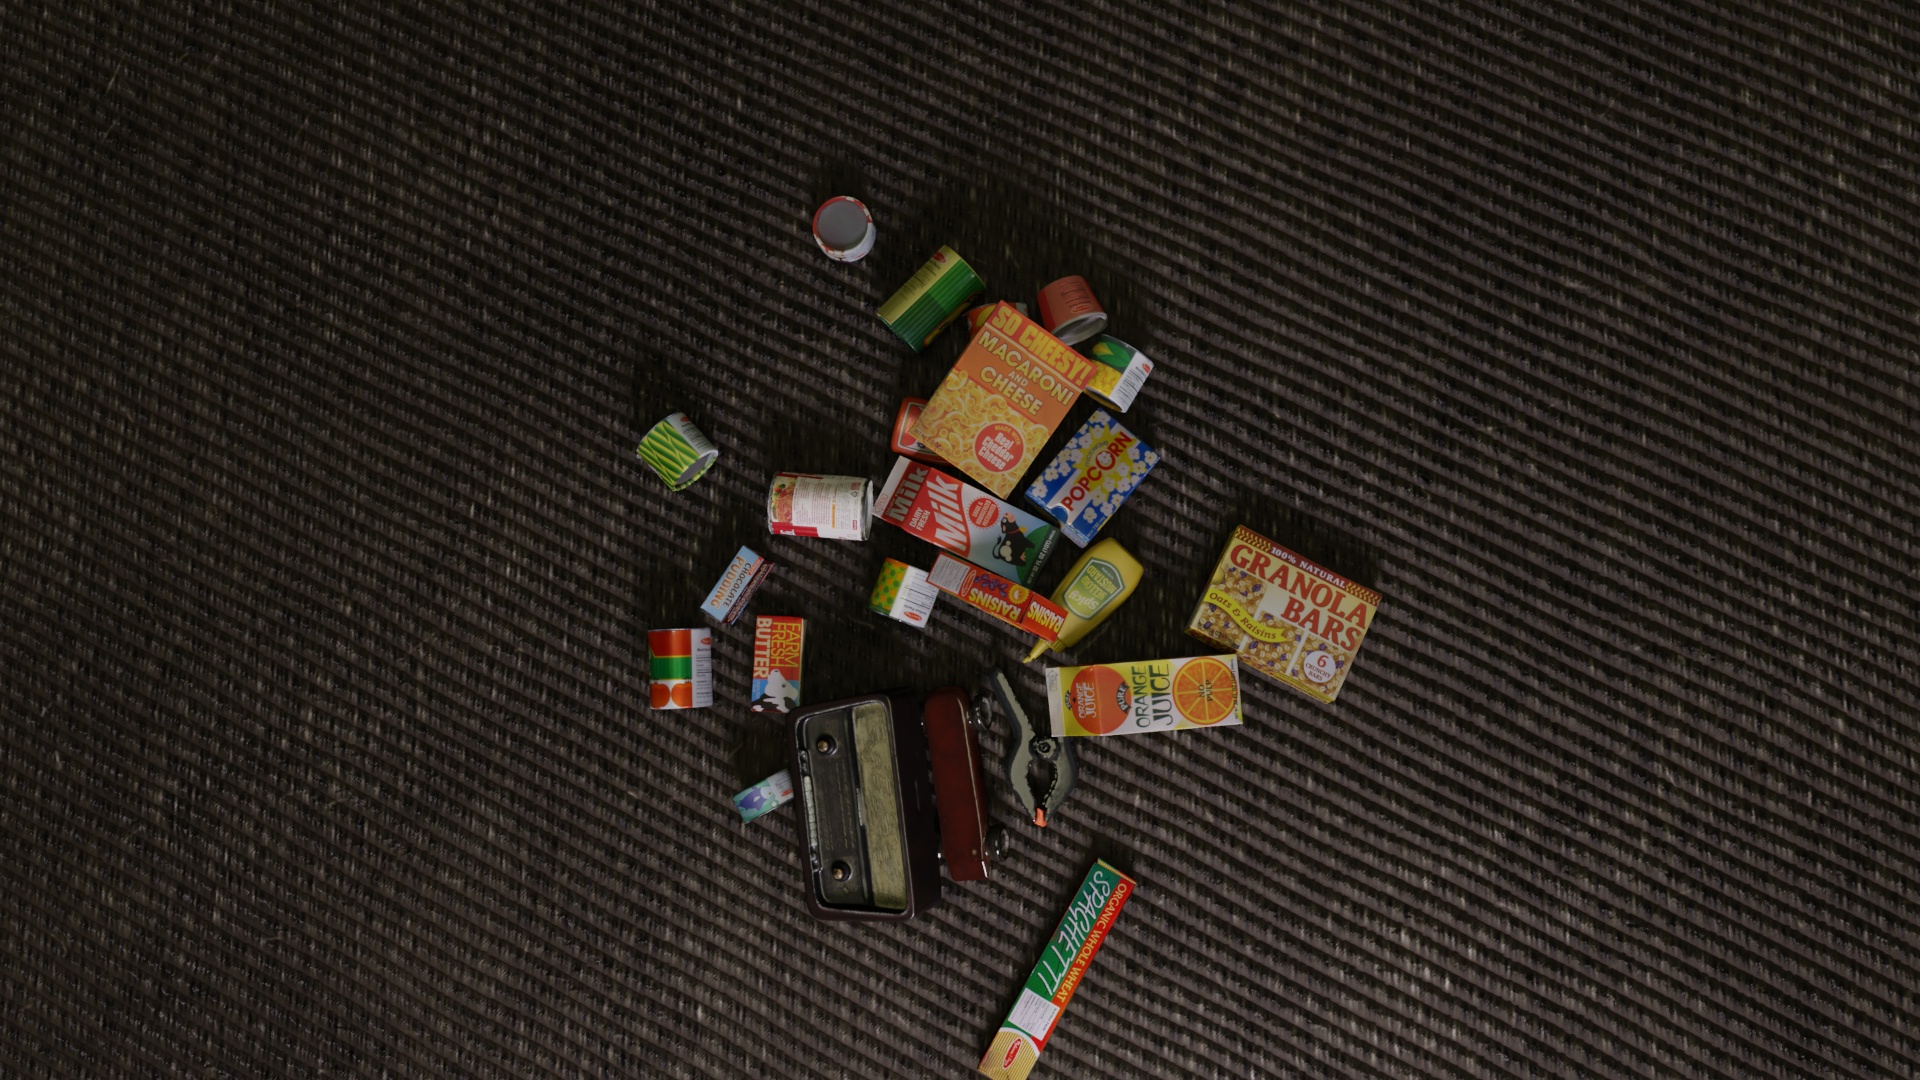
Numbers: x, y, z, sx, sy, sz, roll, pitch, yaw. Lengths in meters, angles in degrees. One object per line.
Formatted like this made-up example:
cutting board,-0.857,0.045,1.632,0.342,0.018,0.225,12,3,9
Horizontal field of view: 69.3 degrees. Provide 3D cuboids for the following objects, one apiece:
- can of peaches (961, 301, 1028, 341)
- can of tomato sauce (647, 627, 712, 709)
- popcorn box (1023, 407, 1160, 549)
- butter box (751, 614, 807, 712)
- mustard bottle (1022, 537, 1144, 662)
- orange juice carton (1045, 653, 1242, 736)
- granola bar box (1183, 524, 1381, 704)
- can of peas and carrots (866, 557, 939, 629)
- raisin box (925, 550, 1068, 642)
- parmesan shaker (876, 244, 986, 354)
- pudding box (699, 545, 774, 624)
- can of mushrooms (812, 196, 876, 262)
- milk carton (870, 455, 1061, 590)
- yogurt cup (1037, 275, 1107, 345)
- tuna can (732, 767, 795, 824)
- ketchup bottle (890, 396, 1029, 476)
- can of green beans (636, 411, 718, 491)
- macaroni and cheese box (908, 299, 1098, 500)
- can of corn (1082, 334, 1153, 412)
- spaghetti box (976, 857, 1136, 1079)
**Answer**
can of peaches,0.040,-0.218,1.479,0.071,0.071,0.058,-9,86,3
can of tomato sauce,-0.299,0.135,1.473,0.071,0.071,0.083,-3,86,4
popcorn box,0.138,-0.066,1.463,0.085,0.038,0.127,40,77,5
butter box,-0.194,0.132,1.486,0.053,0.024,0.103,2,86,3
mustard bottle,0.122,0.071,1.458,0.065,0.049,0.160,42,89,8
orange juice carton,0.184,0.158,1.417,0.193,0.073,0.072,-4,85,-8
granola bar box,0.334,0.076,1.438,0.166,0.039,0.124,27,77,5
can of peas and carrots,-0.060,0.055,1.465,0.071,0.071,0.058,21,87,5
raisin box,0.038,0.058,1.423,0.123,0.086,0.040,23,85,33
parmesan shaker,-0.032,-0.258,1.489,0.103,0.071,0.071,-44,84,1
pudding box,-0.238,0.048,1.484,0.030,0.049,0.084,35,88,7
can of mushrooms,-0.129,-0.341,1.516,0.071,0.033,0.071,0,86,4
milk carton,0.005,-0.018,1.461,0.191,0.073,0.072,27,87,6
yogurt cup,0.116,-0.245,1.478,0.072,0.072,0.054,-21,77,2
tuna can,-0.205,0.268,1.456,0.071,0.071,0.033,-28,84,1
ketchup bottle,0.004,-0.106,1.483,0.149,0.043,0.064,16,90,4
can of green beans,-0.303,-0.095,1.491,0.071,0.071,0.058,-43,85,0
macaroni and cheese box,0.044,-0.145,1.430,0.124,0.040,0.166,35,99,-3
can of corn,0.159,-0.177,1.469,0.071,0.071,0.058,31,89,6
spaghetti box,0.101,0.447,1.439,0.050,0.028,0.250,30,88,6
